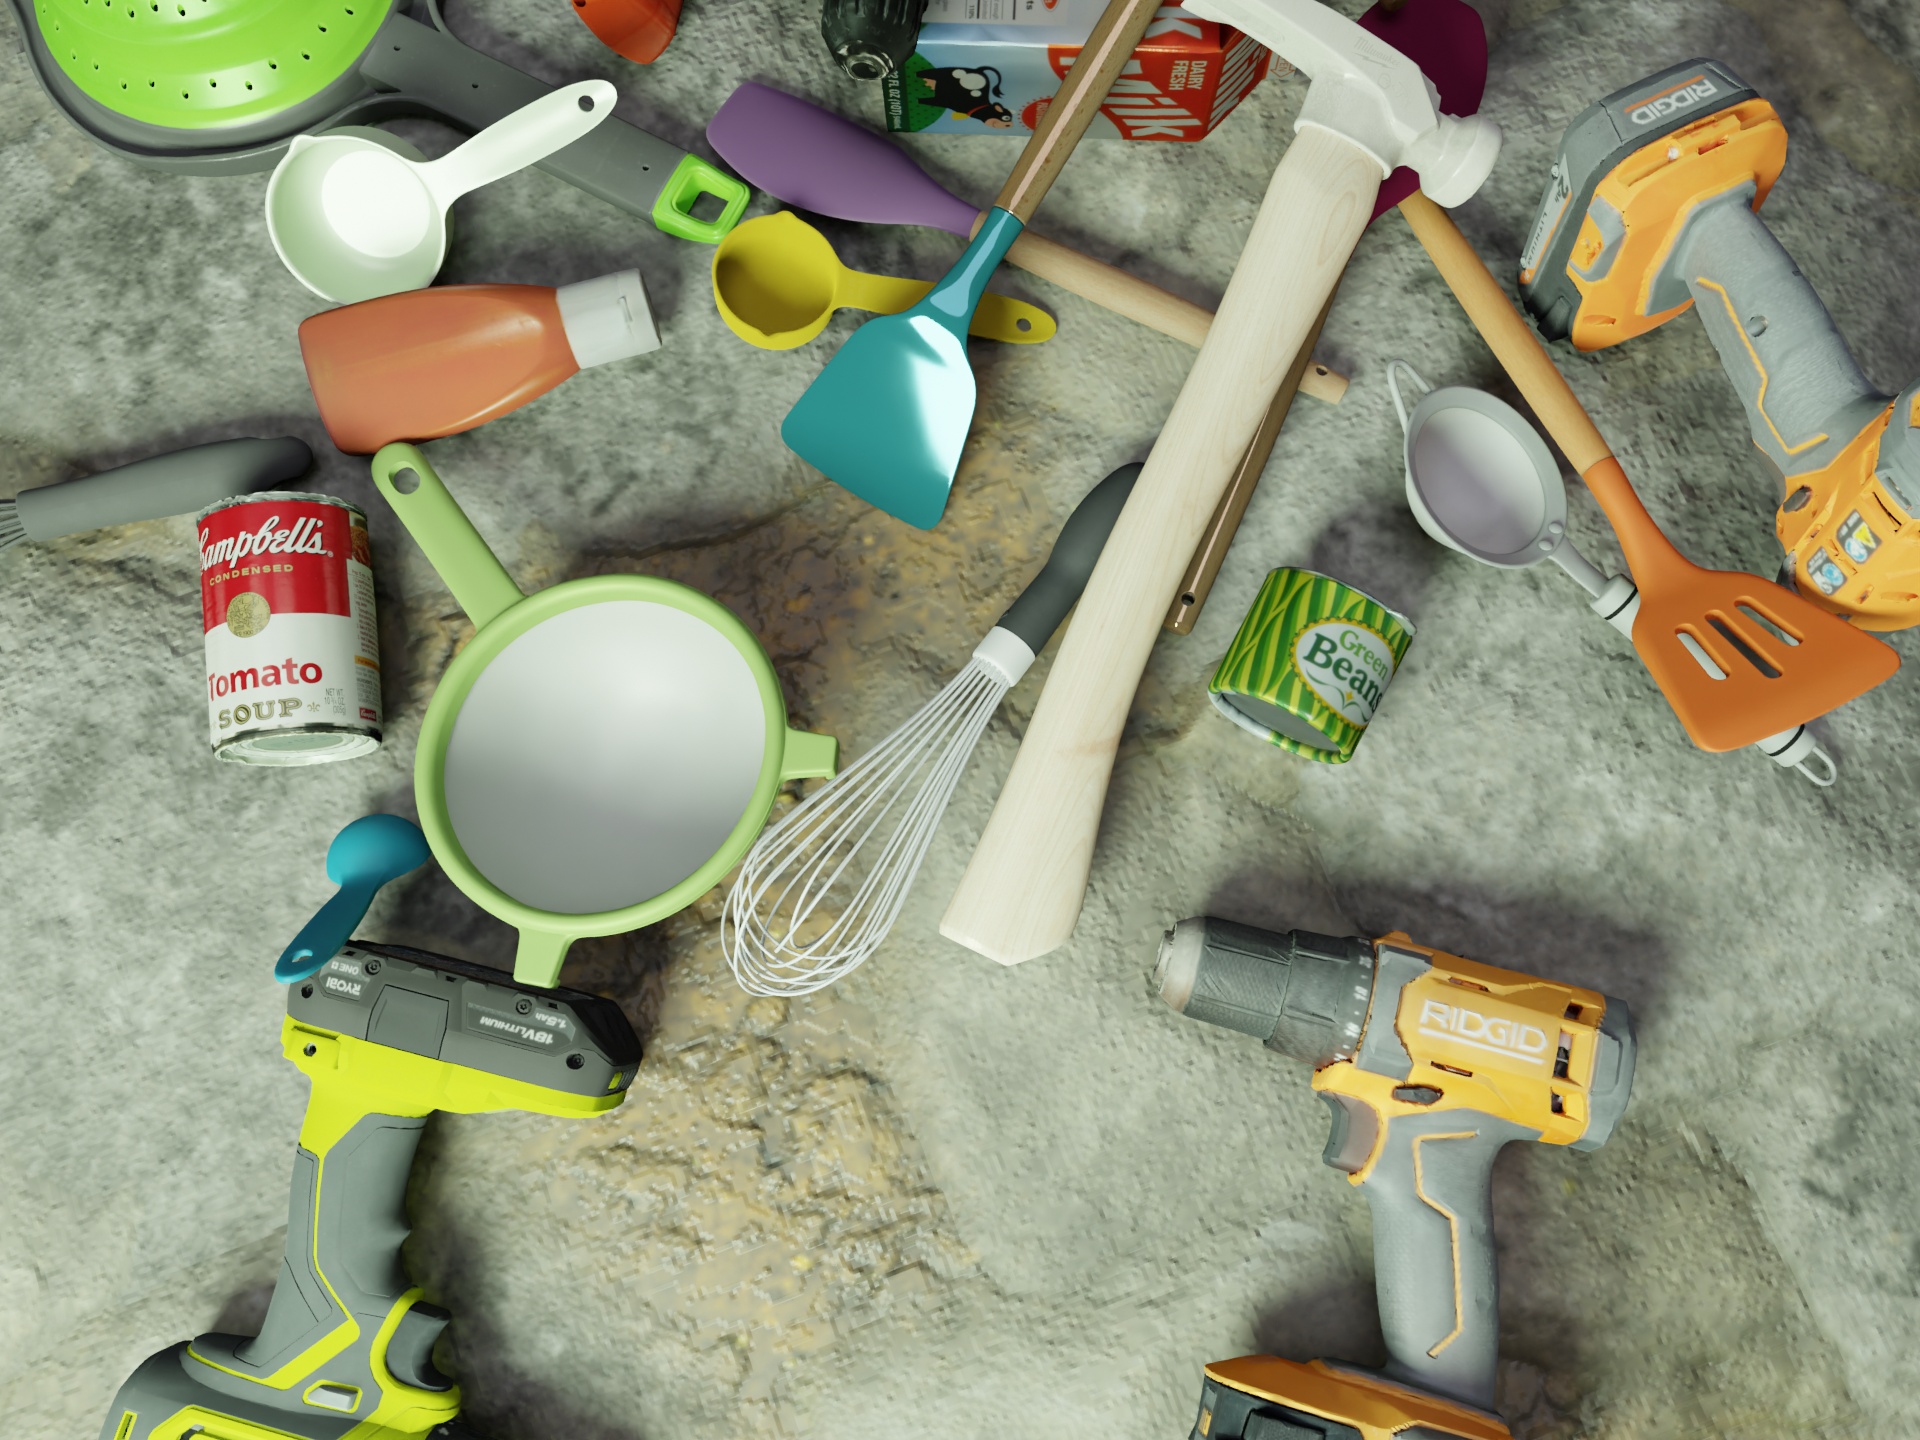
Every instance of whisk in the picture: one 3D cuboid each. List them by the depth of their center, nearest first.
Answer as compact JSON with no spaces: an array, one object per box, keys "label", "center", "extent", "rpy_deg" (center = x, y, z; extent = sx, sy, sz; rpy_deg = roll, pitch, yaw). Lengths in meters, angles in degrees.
[{"label":"whisk","center":[-0.001,-0.003,0.665],"extent":[0.070,0.070,0.284],"rpy_deg":[36,76,7]},{"label":"whisk","center":[-0.403,-0.088,0.694],"extent":[0.239,0.055,0.055],"rpy_deg":[-15,79,-7]}]

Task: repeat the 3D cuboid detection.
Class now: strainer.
[{"label":"strainer","center":[-0.170,-0.017,0.670],"extent":[0.151,0.069,0.256],"rpy_deg":[-38,68,-7]},{"label":"strainer","center":[0.271,-0.057,0.679],"extent":[0.258,0.050,0.087],"rpy_deg":[40,60,2]}]

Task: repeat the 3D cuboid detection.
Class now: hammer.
[{"label":"hammer","center":[0.082,-0.099,0.649],"extent":[0.146,0.038,0.411],"rpy_deg":[26,84,-13]}]

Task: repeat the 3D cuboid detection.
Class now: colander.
[{"label":"colander","center":[-0.277,-0.325,0.713],"extent":[0.397,0.094,0.204],"rpy_deg":[27,80,6]}]

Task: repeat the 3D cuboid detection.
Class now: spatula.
[{"label":"spatula","center":[0.255,-0.129,0.663],"extent":[0.081,0.041,0.323],"rpy_deg":[-25,66,1]},{"label":"spatula","center":[0.033,-0.235,0.675],"extent":[0.082,0.044,0.317],"rpy_deg":[32,95,2]},{"label":"spatula","center":[0.029,-0.213,0.723],"extent":[0.316,0.018,0.060],"rpy_deg":[25,64,5]}]

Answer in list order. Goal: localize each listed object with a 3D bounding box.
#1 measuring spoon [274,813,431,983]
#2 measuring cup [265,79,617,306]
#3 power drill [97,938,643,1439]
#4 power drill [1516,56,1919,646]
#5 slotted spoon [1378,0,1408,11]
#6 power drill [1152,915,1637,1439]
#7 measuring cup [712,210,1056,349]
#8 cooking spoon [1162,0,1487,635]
[{"label":"measuring spoon","center":[-0.241,0.064,0.619],"extent":[0.042,0.129,0.021],"rpy_deg":[-7,109,-1]},{"label":"measuring cup","center":[-0.223,-0.242,0.699],"extent":[0.167,0.038,0.083],"rpy_deg":[-23,121,9]},{"label":"power drill","center":[-0.204,0.213,0.613],"extent":[0.190,0.080,0.228],"rpy_deg":[14,82,4]},{"label":"power drill","center":[0.324,-0.135,0.649],"extent":[0.084,0.164,0.227],"rpy_deg":[-25,67,-4]},{"label":"slotted spoon","center":[0.135,-0.457,0.723],"extent":[0.070,0.031,0.314],"rpy_deg":[-19,80,-17]},{"label":"power drill","center":[0.147,0.191,0.612],"extent":[0.185,0.084,0.226],"rpy_deg":[15,75,4]},{"label":"measuring cup","center":[-0.035,-0.187,0.723],"extent":[0.156,0.029,0.062],"rpy_deg":[9,78,-10]},{"label":"cooking spoon","center":[0.155,-0.183,0.697],"extent":[0.069,0.017,0.319],"rpy_deg":[23,84,4]}]
